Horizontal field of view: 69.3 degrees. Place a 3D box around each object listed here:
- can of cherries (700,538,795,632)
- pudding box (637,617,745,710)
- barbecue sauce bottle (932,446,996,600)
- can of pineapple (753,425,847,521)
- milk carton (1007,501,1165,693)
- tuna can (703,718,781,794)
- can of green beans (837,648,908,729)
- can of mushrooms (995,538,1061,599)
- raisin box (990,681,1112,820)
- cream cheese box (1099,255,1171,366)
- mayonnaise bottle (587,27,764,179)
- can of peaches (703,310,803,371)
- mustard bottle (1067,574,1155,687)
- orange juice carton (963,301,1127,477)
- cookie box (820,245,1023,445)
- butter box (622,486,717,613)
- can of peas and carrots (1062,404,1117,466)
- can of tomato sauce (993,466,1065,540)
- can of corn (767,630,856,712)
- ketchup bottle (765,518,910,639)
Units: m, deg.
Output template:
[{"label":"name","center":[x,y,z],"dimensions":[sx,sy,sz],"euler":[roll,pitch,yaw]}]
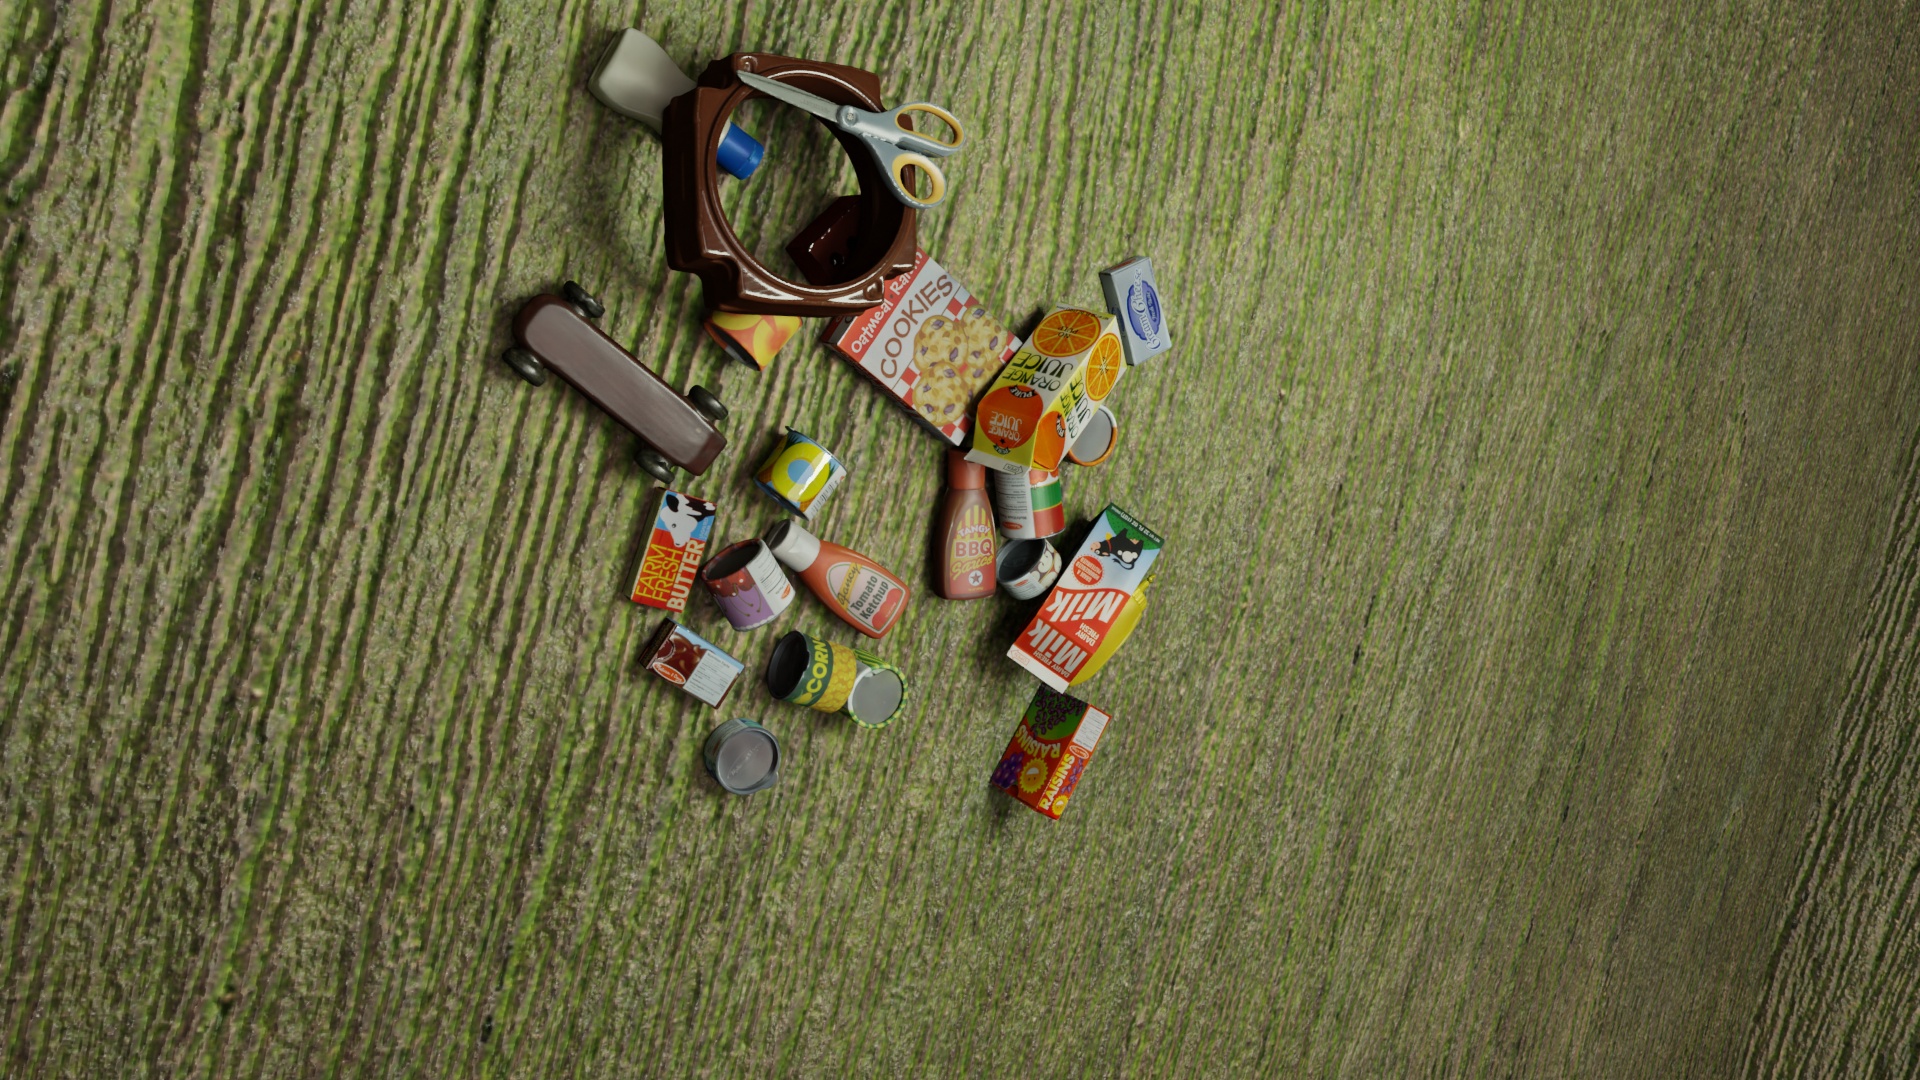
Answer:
[{"label":"can of cherries","center":[-0.194,0.040,1.253],"dimensions":[0.072,0.071,0.058],"euler":[-39,118,-19]},{"label":"pudding box","center":[-0.243,0.111,1.257],"dimensions":[0.083,0.030,0.050],"euler":[37,81,-32]},{"label":"barbecue sauce bottle","center":[0.005,-0.017,1.378],"dimensions":[0.065,0.044,0.148],"euler":[-6,103,-29]},{"label":"can of pineapple","center":[-0.147,-0.060,1.260],"dimensions":[0.071,0.071,0.058],"euler":[42,78,-32]},{"label":"milk carton","center":[0.124,0.061,1.421],"dimensions":[0.072,0.073,0.191],"euler":[35,68,-1]},{"label":"tuna can","center":[-0.203,0.203,1.301],"dimensions":[0.071,0.033,0.071],"euler":[-8,105,-31]},{"label":"can of green beans","center":[-0.092,0.143,1.343],"dimensions":[0.071,0.058,0.071],"euler":[-8,105,-31]},{"label":"can of mushrooms","center":[0.068,0.024,1.415],"dimensions":[0.071,0.071,0.033],"euler":[-51,122,-13]},{"label":"raisin box","center":[0.094,0.221,1.461],"dimensions":[0.040,0.086,0.123],"euler":[33,83,-35]},{"label":"cream cheese box","center":[0.184,-0.241,1.454],"dimensions":[0.053,0.024,0.103],"euler":[-28,114,-24]},{"label":"mayonnaise bottle","center":[-0.232,-0.357,1.157],"dimensions":[0.148,0.041,0.065],"euler":[32,79,-34]},{"label":"can of peaches","center":[-0.181,-0.190,1.208],"dimensions":[0.058,0.071,0.071],"euler":[-51,122,-11]},{"label":"mustard bottle","center":[0.154,0.088,1.492],"dimensions":[0.161,0.049,0.065],"euler":[-39,114,-20]},{"label":"orange juice carton","center":[0.081,-0.137,1.348],"dimensions":[0.193,0.072,0.072],"euler":[-54,145,-26]},{"label":"cookie box","center":[-0.035,-0.188,1.319],"dimensions":[0.167,0.040,0.123],"euler":[38,79,-33]},{"label":"butter box","center":[-0.257,0.008,1.230],"dimensions":[0.053,0.024,0.103],"euler":[18,90,-33]},{"label":"can of peas and carrots","center":[0.116,-0.109,1.420],"dimensions":[0.071,0.059,0.070],"euler":[-7,104,-30]},{"label":"can of tomato sauce","center":[0.069,-0.050,1.399],"dimensions":[0.071,0.071,0.082],"euler":[-17,109,-28]},{"label":"can of corn","center":[-0.138,0.123,1.302],"dimensions":[0.058,0.071,0.071],"euler":[22,89,-35]},{"label":"ketchup bottle","center":[-0.118,0.033,1.312],"dimensions":[0.148,0.043,0.065],"euler":[37,80,-32]}]
